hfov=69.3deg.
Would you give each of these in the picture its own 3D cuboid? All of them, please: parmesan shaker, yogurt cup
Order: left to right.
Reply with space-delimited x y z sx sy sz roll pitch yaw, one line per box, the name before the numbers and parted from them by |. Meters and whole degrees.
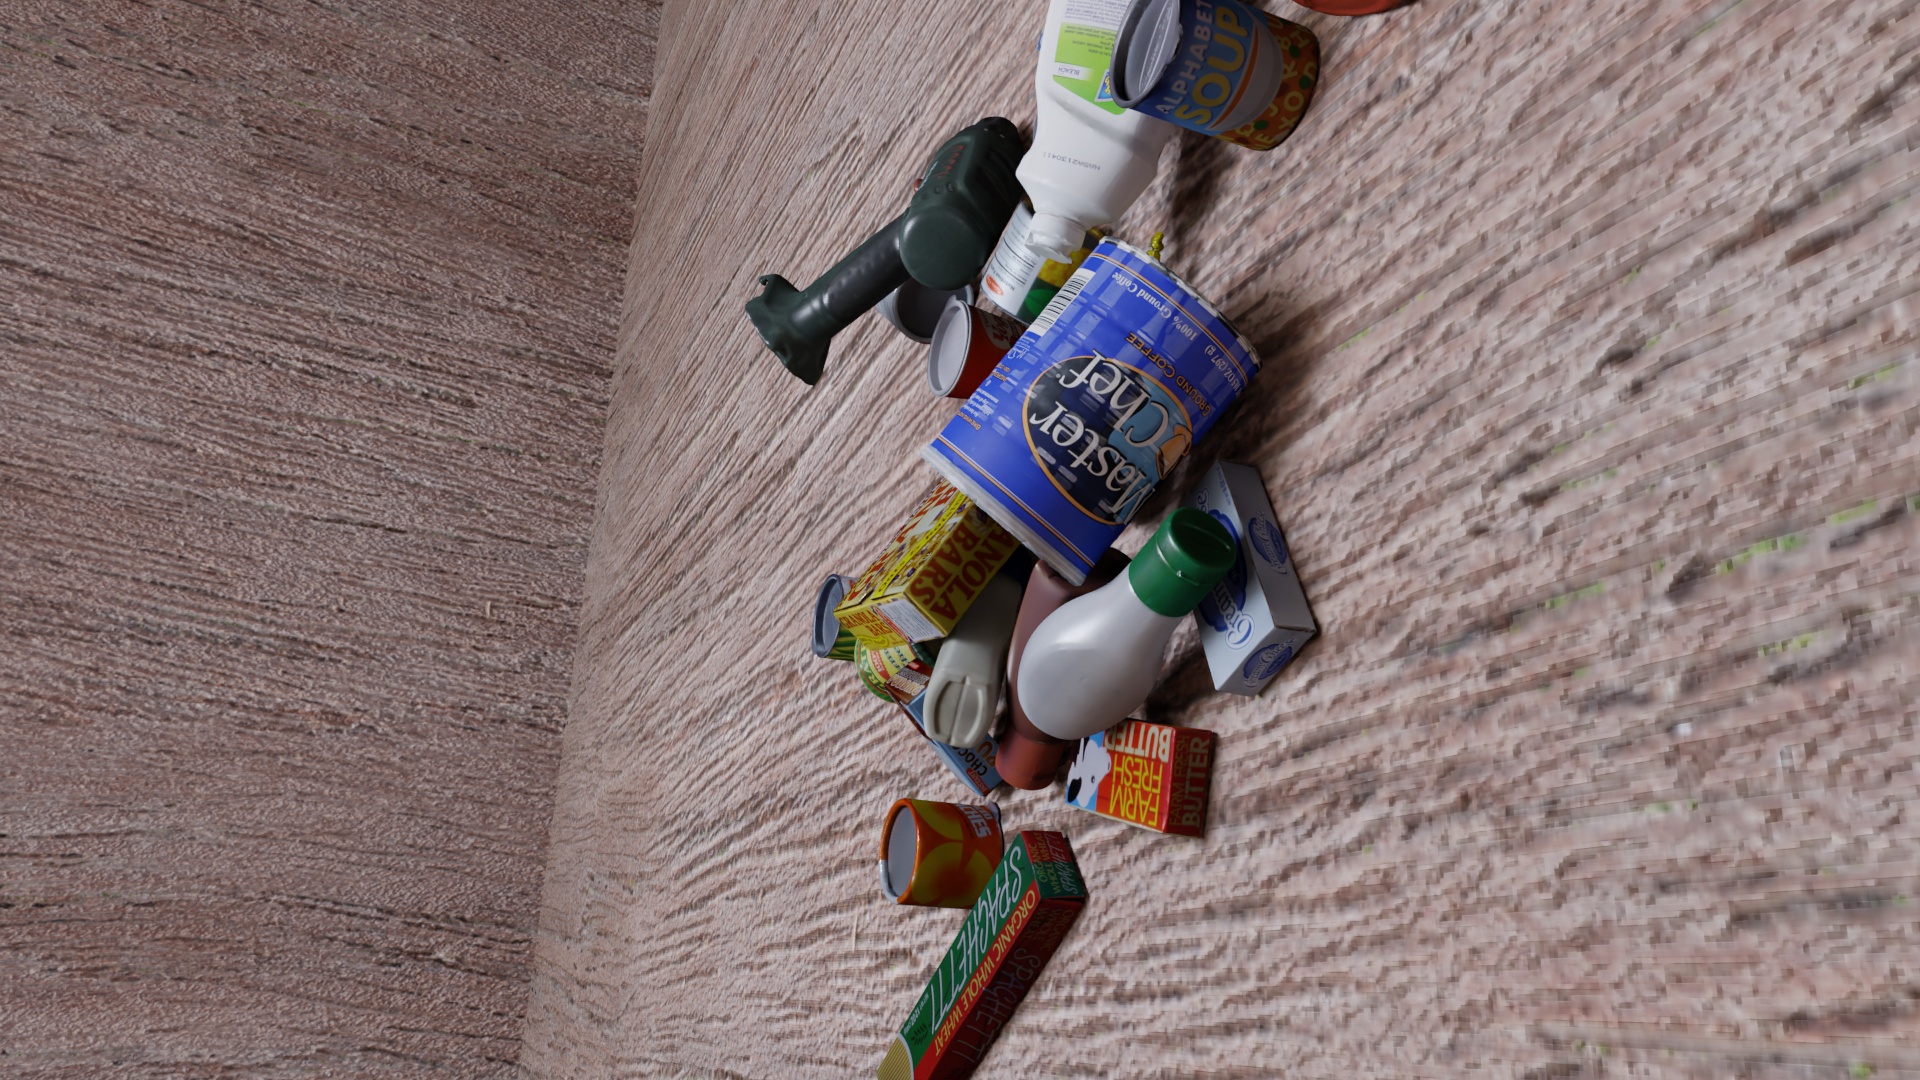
parmesan shaker | -0.024 0.066 0.941 0.102 0.071 0.071 145 131 -59
yogurt cup | 0.014 -0.127 0.957 0.072 0.054 0.072 -169 89 -67

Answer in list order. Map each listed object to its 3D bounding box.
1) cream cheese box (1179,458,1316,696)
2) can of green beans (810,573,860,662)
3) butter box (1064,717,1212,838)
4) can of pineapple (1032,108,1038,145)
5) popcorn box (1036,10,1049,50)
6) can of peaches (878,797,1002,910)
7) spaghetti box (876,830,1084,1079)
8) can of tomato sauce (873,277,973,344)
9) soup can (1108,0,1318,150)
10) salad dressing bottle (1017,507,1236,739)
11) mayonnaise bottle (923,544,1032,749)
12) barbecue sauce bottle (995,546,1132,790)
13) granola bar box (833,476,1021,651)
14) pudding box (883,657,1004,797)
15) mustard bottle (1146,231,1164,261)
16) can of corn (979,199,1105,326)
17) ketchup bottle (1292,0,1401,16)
cream cheese box | 0.131 0.017 0.657 0.053 0.024 0.104 120 151 -42
can of green beans | -0.077 0.063 1.083 0.071 0.058 0.071 -168 89 -67
butter box | 0.090 0.117 0.709 0.103 0.024 0.053 174 105 -67
can of pineapple | 0.085 -0.252 0.842 0.071 0.058 0.071 -168 89 -67
popcorn box | 0.099 -0.365 0.885 0.126 0.038 0.085 -70 25 20
can of peaches | -0.013 0.195 0.872 0.071 0.058 0.071 -169 89 -68
spaghetti box | 0.006 0.271 0.830 0.050 0.029 0.248 -109 37 -49
can of tomato sauce | -0.031 -0.195 1.082 0.083 0.071 0.071 -130 54 -61
soup can | 0.128 -0.239 0.700 0.071 0.084 0.071 -169 89 -67
salad dressing bottle | 0.079 0.042 0.669 0.147 0.064 0.044 -55 14 44
mayonnaise bottle | 0.014 0.054 0.829 0.149 0.041 0.064 -69 -6 -53
barbecue sauce bottle | 0.053 0.074 0.771 0.044 0.065 0.147 47 134 39
granola bar box | 0.003 -0.011 0.844 0.166 0.039 0.124 -51 13 -22
pudding box | -0.007 0.116 0.864 0.030 0.083 0.049 -41 19 -11
mustard bottle | 0.087 -0.092 0.765 0.049 0.065 0.160 21 94 63
can of corn | 0.056 -0.170 0.865 0.058 0.071 0.071 -61 29 28
ketchup bottle | 0.194 -0.321 0.634 0.065 0.043 0.148 -153 75 -66
